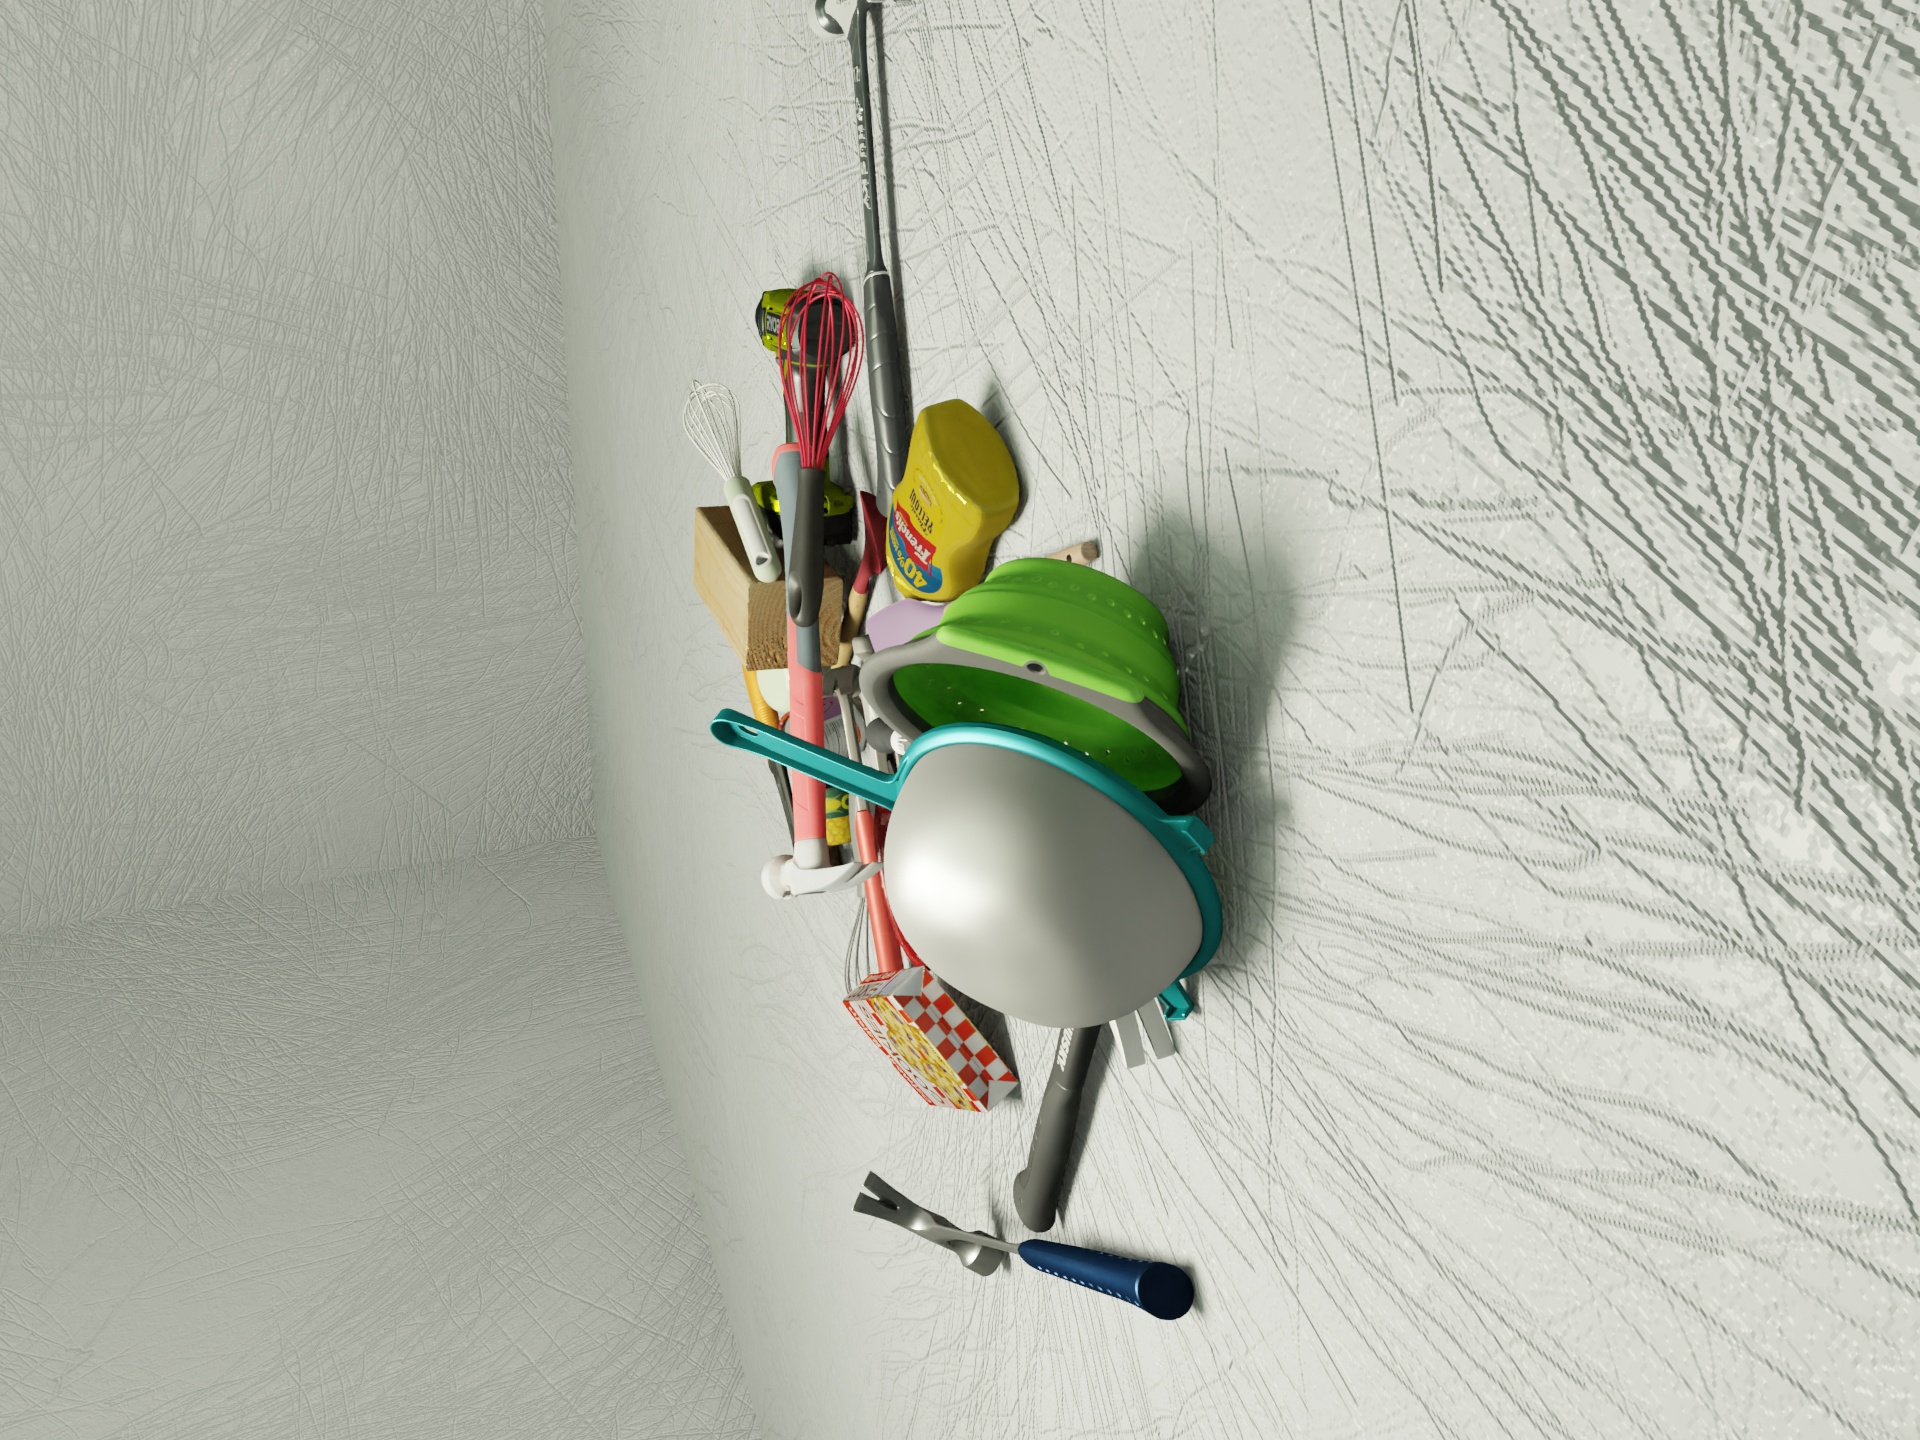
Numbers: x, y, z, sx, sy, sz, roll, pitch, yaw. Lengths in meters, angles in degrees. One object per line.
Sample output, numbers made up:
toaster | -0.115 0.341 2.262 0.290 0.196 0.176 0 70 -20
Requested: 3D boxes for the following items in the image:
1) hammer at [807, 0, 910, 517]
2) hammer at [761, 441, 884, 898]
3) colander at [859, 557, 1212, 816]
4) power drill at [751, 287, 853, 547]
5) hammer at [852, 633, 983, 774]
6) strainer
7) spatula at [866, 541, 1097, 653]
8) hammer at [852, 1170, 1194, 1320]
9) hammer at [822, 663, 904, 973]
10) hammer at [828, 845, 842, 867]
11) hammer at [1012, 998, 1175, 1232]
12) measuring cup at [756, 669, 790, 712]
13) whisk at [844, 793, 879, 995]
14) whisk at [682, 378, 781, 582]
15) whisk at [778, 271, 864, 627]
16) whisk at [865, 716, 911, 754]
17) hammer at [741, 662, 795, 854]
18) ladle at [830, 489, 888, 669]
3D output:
hammer | -0.064 -0.362 1.238 0.149 0.036 0.408 -151 54 -65
hammer | -0.122 -0.050 1.328 0.143 0.038 0.386 -17 72 52
colander | 0.054 0.002 0.972 0.396 0.204 0.094 88 -159 -69
power drill | -0.150 -0.281 1.463 0.171 0.080 0.223 -140 49 -61
hammer | -0.002 -0.004 1.220 0.411 0.038 0.146 -179 79 -70
strainer | -0.022 0.084 0.917 0.340 0.095 0.210 22 145 20
spatula | 0.007 -0.078 1.115 0.316 0.018 0.060 -20 91 61
hammer | 0.044 0.393 1.180 0.035 0.144 0.405 -64 16 -21
hammer | -0.081 0.129 1.457 0.149 0.036 0.359 -84 -15 -81
hammer | -0.164 0.009 1.692 0.130 0.031 0.331 174 87 -70
hammer | 0.076 0.261 1.113 0.334 0.035 0.146 98 152 -42
measuring cup | -0.155 -0.011 1.600 0.168 0.038 0.083 56 137 26
whisk | -0.091 0.167 1.537 0.055 0.055 0.239 -172 79 -70
whisk | -0.207 -0.221 1.453 0.247 0.058 0.059 67 -172 31
whisk | -0.121 -0.223 1.302 0.073 0.073 0.296 172 102 -71
whisk | -0.032 0.019 1.187 0.285 0.070 0.070 -170 72 -74
hammer | -0.203 0.020 1.708 0.127 0.034 0.337 134 124 -64
ladle | -0.095 -0.106 1.454 0.315 0.031 0.069 113 146 -60
